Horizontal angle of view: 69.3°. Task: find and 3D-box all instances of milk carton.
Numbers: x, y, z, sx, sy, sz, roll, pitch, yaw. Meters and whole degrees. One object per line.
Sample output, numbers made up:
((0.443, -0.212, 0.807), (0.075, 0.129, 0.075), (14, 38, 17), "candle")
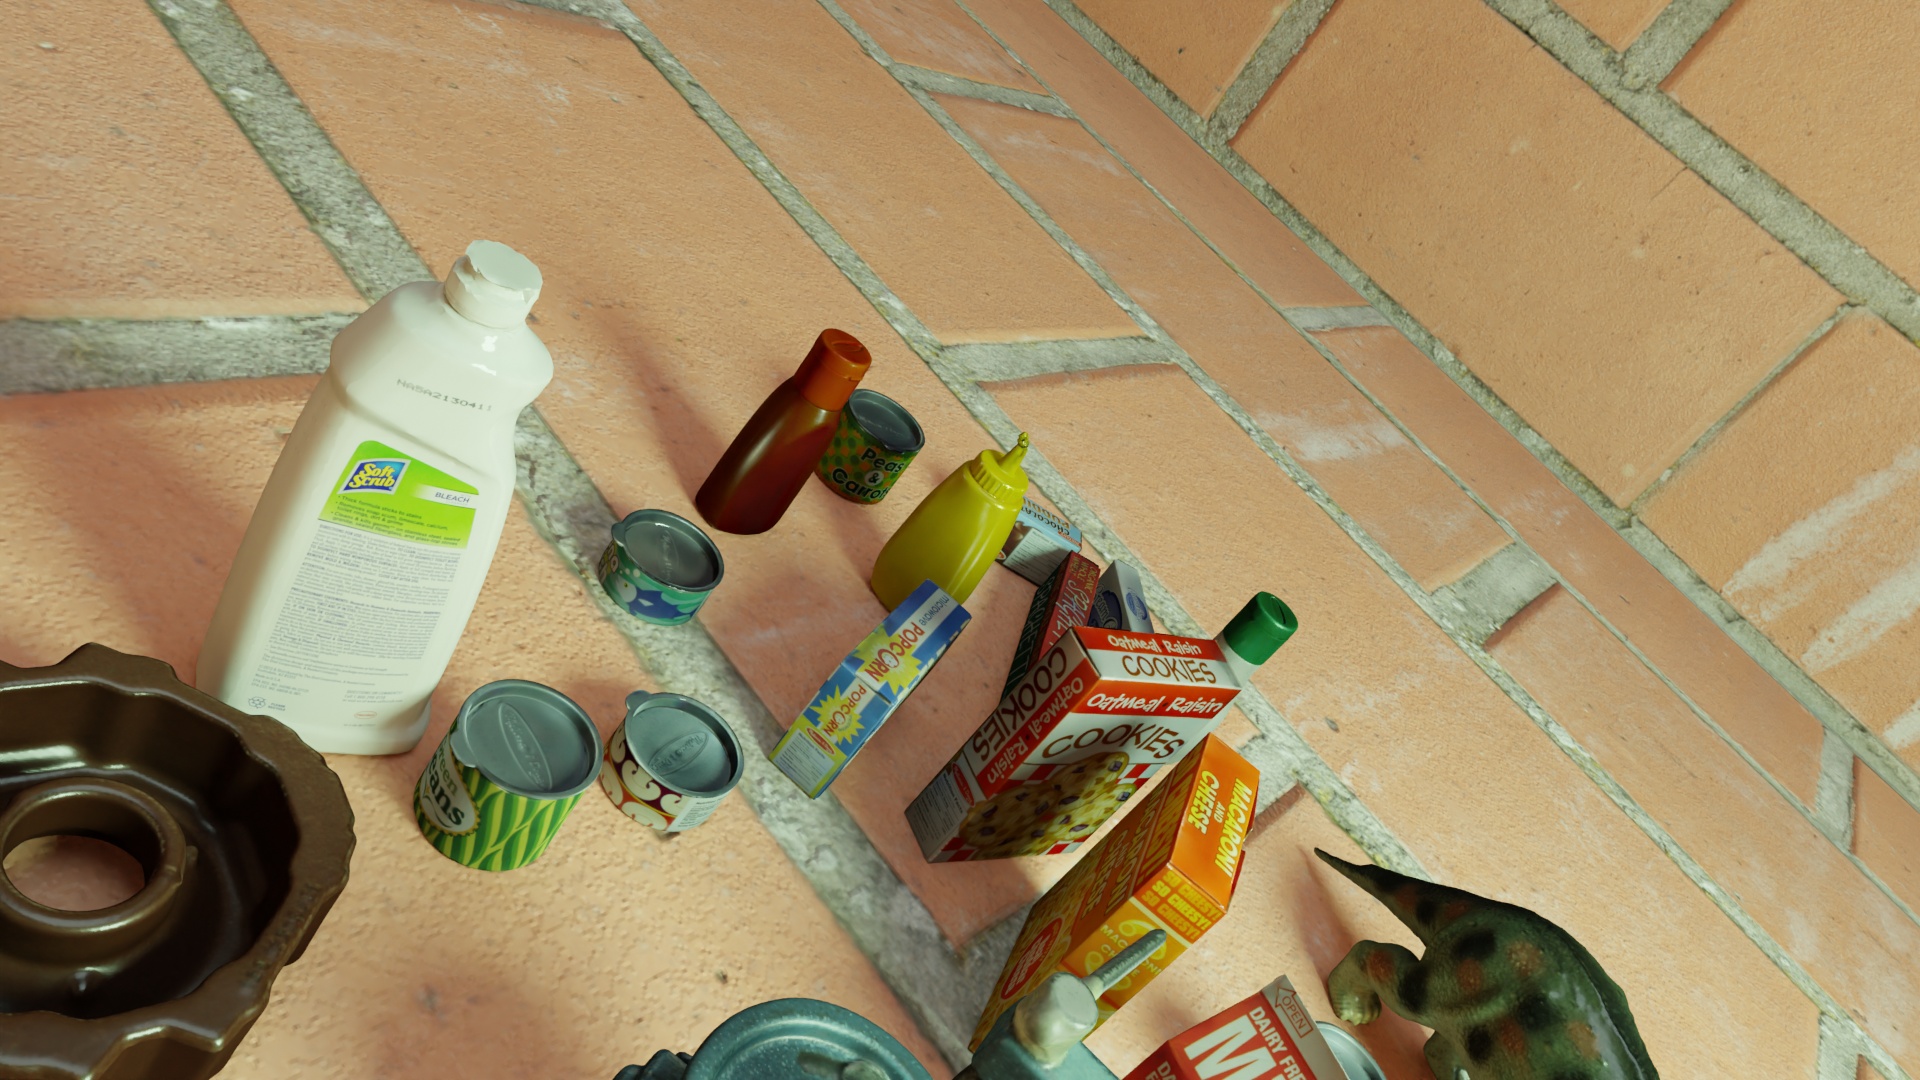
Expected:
((0.096, 0.268, 0.597), (0.073, 0.189, 0.072), (6, 42, -45), "milk carton")

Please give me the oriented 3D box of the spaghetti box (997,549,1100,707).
((0.058, 0.084, 0.957), (0.028, 0.050, 0.251), (35, 29, -6), "spaghetti box")

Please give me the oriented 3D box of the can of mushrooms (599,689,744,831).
((-0.148, 0.111, 0.705), (0.071, 0.033, 0.071), (28, 31, -18), "can of mushrooms")

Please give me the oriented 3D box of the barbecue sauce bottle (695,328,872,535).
((-0.109, -0.068, 0.884), (0.065, 0.148, 0.044), (-6, 52, -52), "barbecue sauce bottle")

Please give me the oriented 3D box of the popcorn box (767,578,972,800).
((-0.050, 0.083, 0.803), (0.038, 0.085, 0.127), (41, 29, 3), "popcorn box")

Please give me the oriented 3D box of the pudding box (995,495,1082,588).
((0.047, -0.004, 1.071), (0.083, 0.049, 0.030), (30, 30, -15), "pudding box")

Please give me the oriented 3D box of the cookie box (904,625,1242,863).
((0.064, 0.119, 0.796), (0.123, 0.166, 0.040), (9, 41, -42), "cookie box")

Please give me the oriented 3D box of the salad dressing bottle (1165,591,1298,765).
((0.174, 0.096, 0.972), (0.044, 0.147, 0.064), (26, 31, -22), "salad dressing bottle")

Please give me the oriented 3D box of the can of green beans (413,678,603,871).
((-0.204, 0.106, 0.625), (0.071, 0.057, 0.071), (28, 31, -18), "can of green beans")

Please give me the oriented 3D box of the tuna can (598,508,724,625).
((-0.177, 0.015, 0.809), (0.071, 0.032, 0.071), (28, 31, -18), "tuna can")

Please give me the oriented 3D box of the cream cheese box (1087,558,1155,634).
((0.118, 0.067, 1.047), (0.024, 0.053, 0.104), (26, 32, -23), "cream cheese box")

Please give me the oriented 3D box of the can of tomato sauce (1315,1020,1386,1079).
((0.178, 0.308, 0.743), (0.071, 0.082, 0.071), (28, 30, -18), "can of tomato sauce")

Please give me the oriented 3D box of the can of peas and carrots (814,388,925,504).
((-0.068, -0.067, 1.020), (0.071, 0.058, 0.071), (28, 31, -18), "can of peas and carrots")

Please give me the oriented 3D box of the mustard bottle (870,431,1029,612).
((0.003, -0.012, 0.918), (0.065, 0.159, 0.049), (46, 30, 13), "mustard bottle")

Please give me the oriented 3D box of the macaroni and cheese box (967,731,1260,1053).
((0.082, 0.190, 0.716), (0.040, 0.165, 0.124), (39, 29, 1), "macaroni and cheese box")
